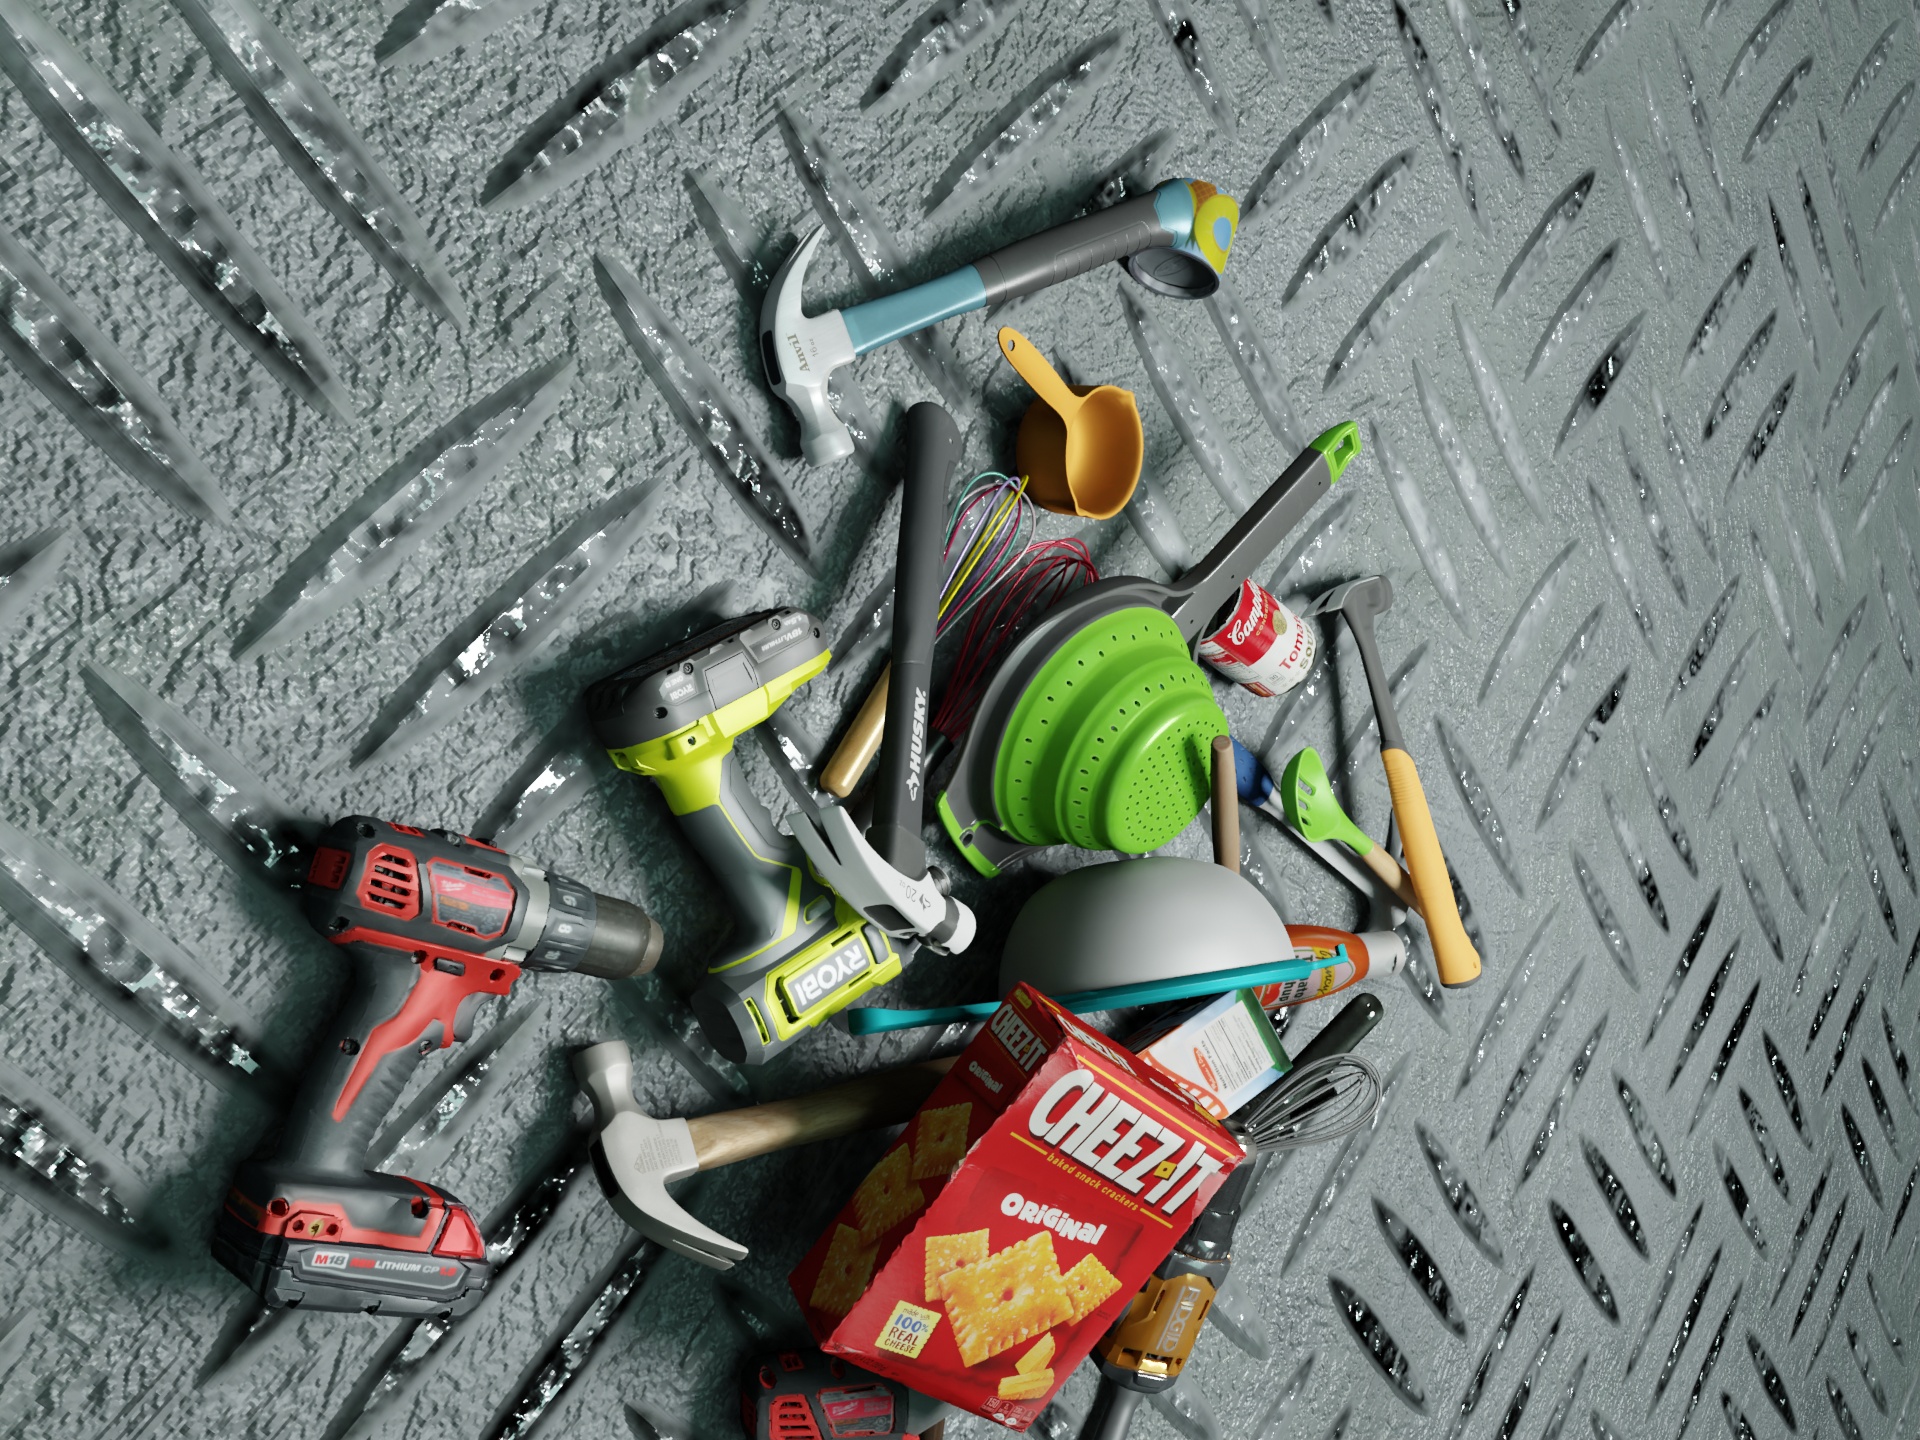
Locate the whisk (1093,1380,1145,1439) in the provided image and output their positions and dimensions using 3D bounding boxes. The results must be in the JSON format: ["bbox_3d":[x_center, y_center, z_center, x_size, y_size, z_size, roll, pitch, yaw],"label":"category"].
[{"bbox_3d":[0.087,0.560,1.122,0.070,0.070,0.285,42,62,-34],"label":"whisk"}]

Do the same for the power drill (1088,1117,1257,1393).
[{"bbox_3d":[0.072,0.321,1.006,0.226,0.084,0.185,18,101,-19],"label":"power drill"}]

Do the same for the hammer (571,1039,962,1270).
[{"bbox_3d":[-0.058,0.229,0.937,0.331,0.031,0.130,-3,61,-37],"label":"hammer"}]

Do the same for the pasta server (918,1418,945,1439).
[{"bbox_3d":[-0.017,0.473,1.036,0.060,0.040,0.316,8,86,-18],"label":"pasta server"}]

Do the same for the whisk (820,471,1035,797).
[{"bbox_3d":[-0.020,-0.059,0.999,0.051,0.047,0.245,43,70,-36],"label":"whisk"}]

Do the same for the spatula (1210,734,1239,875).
[{"bbox_3d":[0.182,0.105,1.083,0.018,0.060,0.315,-22,143,-5],"label":"spatula"}]

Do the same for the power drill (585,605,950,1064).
[{"bbox_3d":[-0.101,0.056,0.897,0.171,0.080,0.223,-31,106,-35],"label":"power drill"}]

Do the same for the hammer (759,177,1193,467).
[{"bbox_3d":[0.020,-0.274,0.994,0.331,0.033,0.128,-28,104,-27],"label":"hammer"}]

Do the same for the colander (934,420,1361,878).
[{"bbox_3d":[0.159,-0.041,1.031,0.397,0.095,0.204,-47,142,-11],"label":"colander"}]

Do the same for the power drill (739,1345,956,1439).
[{"bbox_3d":[-0.061,0.484,0.956,0.143,0.078,0.219,1,90,-19],"label":"power drill"}]

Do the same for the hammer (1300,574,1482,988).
[{"bbox_3d":[0.351,0.053,1.263,0.127,0.034,0.337,-20,94,-54],"label":"hammer"}]

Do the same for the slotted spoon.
[{"bbox_3d":[0.334,0.115,1.270,0.313,0.031,0.070,39,55,-37],"label":"slotted spoon"}]

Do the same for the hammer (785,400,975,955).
[{"bbox_3d":[-0.031,-0.044,0.923,0.146,0.035,0.335,40,47,-50],"label":"hammer"}]

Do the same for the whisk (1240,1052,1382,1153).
[{"bbox_3d":[0.191,0.306,1.127,0.239,0.055,0.055,-30,117,5],"label":"whisk"}]

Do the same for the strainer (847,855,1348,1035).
[{"bbox_3d":[0.066,0.136,0.990,0.340,0.211,0.095,2,75,-40],"label":"strainer"}]

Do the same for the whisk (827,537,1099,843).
[{"bbox_3d":[-0.002,-0.003,1.009,0.296,0.073,0.073,-52,123,-18],"label":"whisk"}]

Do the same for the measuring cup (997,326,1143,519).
[{"bbox_3d":[0.054,-0.198,1.029,0.173,0.052,0.095,39,69,-46],"label":"measuring cup"}]

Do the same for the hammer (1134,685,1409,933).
[{"bbox_3d":[0.241,0.054,1.229,0.405,0.035,0.144,37,70,-35],"label":"hammer"}]

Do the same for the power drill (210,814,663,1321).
[{"bbox_3d":[-0.254,0.173,0.797,0.187,0.080,0.227,23,75,-39],"label":"power drill"}]
